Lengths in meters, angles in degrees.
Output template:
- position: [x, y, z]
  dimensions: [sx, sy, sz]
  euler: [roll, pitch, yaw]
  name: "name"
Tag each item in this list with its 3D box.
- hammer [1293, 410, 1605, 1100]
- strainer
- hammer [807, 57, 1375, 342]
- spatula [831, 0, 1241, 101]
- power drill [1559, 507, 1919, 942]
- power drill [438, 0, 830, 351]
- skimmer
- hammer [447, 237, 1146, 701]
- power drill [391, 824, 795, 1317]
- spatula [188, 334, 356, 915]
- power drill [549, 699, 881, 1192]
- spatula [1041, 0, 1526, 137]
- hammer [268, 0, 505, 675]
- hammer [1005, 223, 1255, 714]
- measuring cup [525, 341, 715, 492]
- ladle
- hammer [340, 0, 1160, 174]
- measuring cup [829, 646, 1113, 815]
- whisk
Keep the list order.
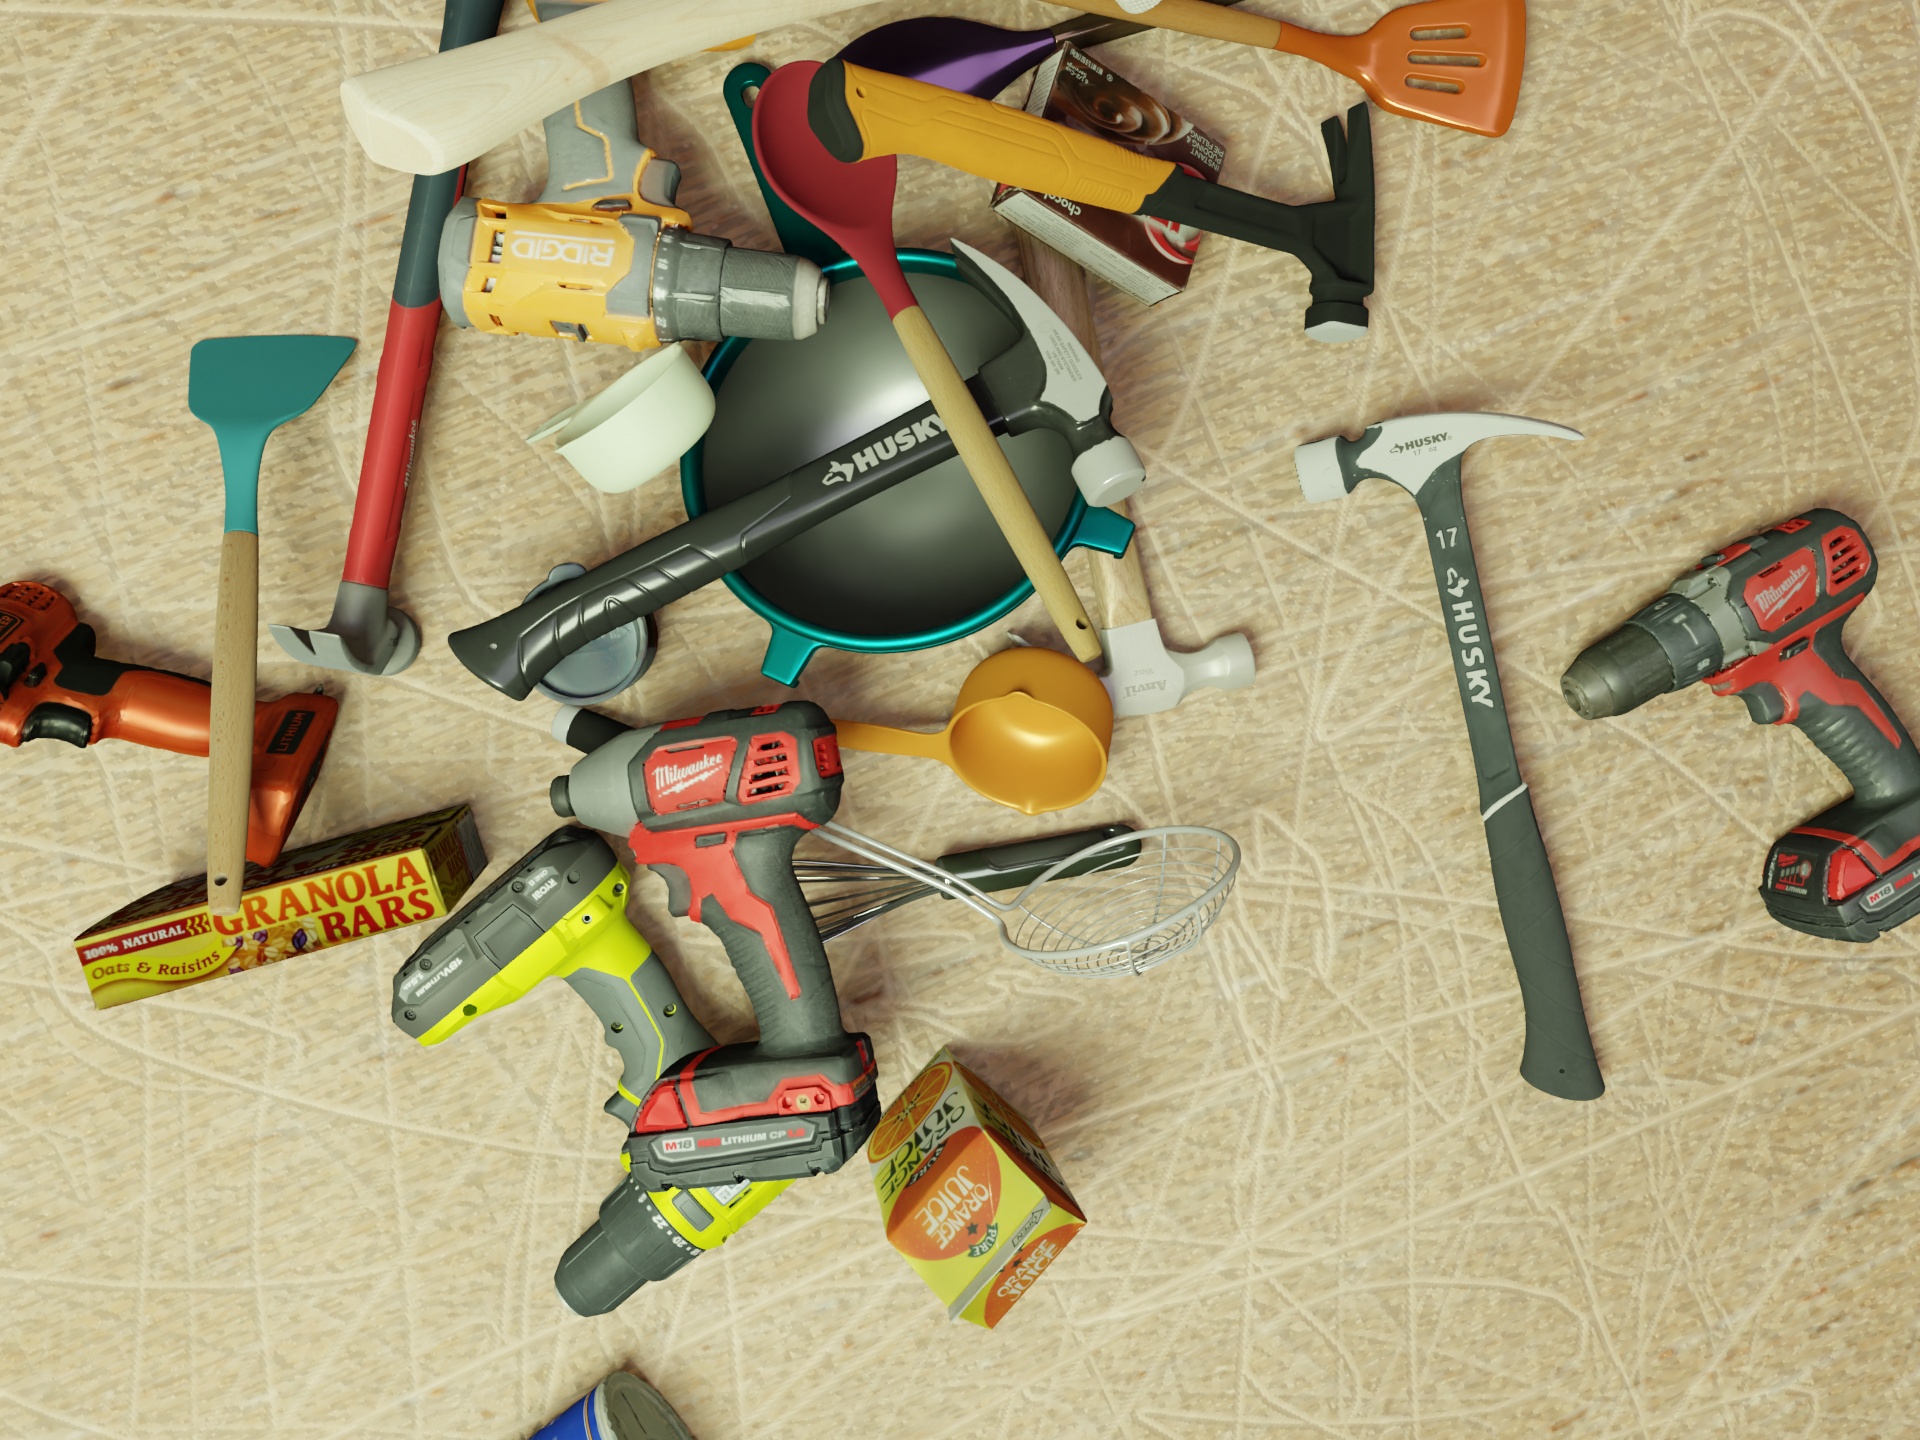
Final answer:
- position: [0.308, 0.025, 0.896]
  dimensions: [0.149, 0.036, 0.409]
  euler: [-12, 101, 22]
  name: "hammer"
- position: [-0.053, -0.185, 0.841]
  dimensions: [0.211, 0.095, 0.340]
  euler: [-22, 75, 2]
  name: "strainer"
- position: [0.079, -0.279, 0.795]
  dimensions: [0.336, 0.034, 0.127]
  euler: [3, 87, -32]
  name: "hammer"
- position: [0.073, -0.380, 0.867]
  dimensions: [0.316, 0.018, 0.059]
  euler: [-18, 100, -4]
  name: "spatula"
- position: [0.467, 0.013, 0.913]
  dimensions: [0.188, 0.080, 0.226]
  euler: [-29, 94, -4]
  name: "power drill"
- position: [-0.148, -0.292, 0.789]
  dimensions: [0.185, 0.084, 0.226]
  euler: [6, 81, 0]
  name: "power drill"
- position: [-0.040, 0.040, 0.824]
  dimensions: [0.363, 0.127, 0.090]
  euler: [22, 117, 7]
  name: "skimmer"
- position: [-0.091, -0.104, 0.762]
  dimensions: [0.335, 0.035, 0.146]
  euler: [-27, 77, 1]
  name: "hammer"
- position: [-0.191, 0.189, 0.848]
  dimensions: [0.190, 0.080, 0.228]
  euler: [-40, 100, -3]
  name: "power drill"
- position: [-0.342, -0.060, 0.766]
  dimensions: [0.082, 0.044, 0.318]
  euler: [-3, 71, -8]
  name: "spatula"
- position: [-0.118, 0.106, 0.772]
  dimensions: [0.143, 0.078, 0.219]
  euler: [-8, 91, 9]
  name: "power drill"
- position: [0.151, -0.376, 0.853]
  dimensions: [0.322, 0.041, 0.081]
  euler: [5, 95, -16]
  name: "spatula"
- position: [-0.272, -0.215, 0.788]
  dimensions: [0.038, 0.143, 0.386]
  euler: [10, 89, -5]
  name: "hammer"
- position: [0.066, -0.165, 0.875]
  dimensions: [0.130, 0.031, 0.331]
  euler: [-13, 95, -6]
  name: "hammer"
- position: [-0.176, -0.141, 0.792]
  dimensions: [0.083, 0.168, 0.038]
  euler: [-49, 115, -22]
  name: "measuring cup"
- position: [-0.012, -0.166, 0.731]
  dimensions: [0.069, 0.031, 0.315]
  euler: [-23, 79, -20]
  name: "ladle"
- position: [-0.090, -0.344, 0.737]
  dimensions: [0.410, 0.038, 0.146]
  euler: [-29, 75, -25]
  name: "hammer"
- position: [-0.001, -0.003, 0.867]
  dimensions: [0.173, 0.052, 0.095]
  euler: [6, 137, 14]
  name: "measuring cup"
- position: [-0.018, 0.088, 0.877]
  dimensions: [0.246, 0.058, 0.059]
  euler: [-9, 130, -10]
  name: "whisk"
